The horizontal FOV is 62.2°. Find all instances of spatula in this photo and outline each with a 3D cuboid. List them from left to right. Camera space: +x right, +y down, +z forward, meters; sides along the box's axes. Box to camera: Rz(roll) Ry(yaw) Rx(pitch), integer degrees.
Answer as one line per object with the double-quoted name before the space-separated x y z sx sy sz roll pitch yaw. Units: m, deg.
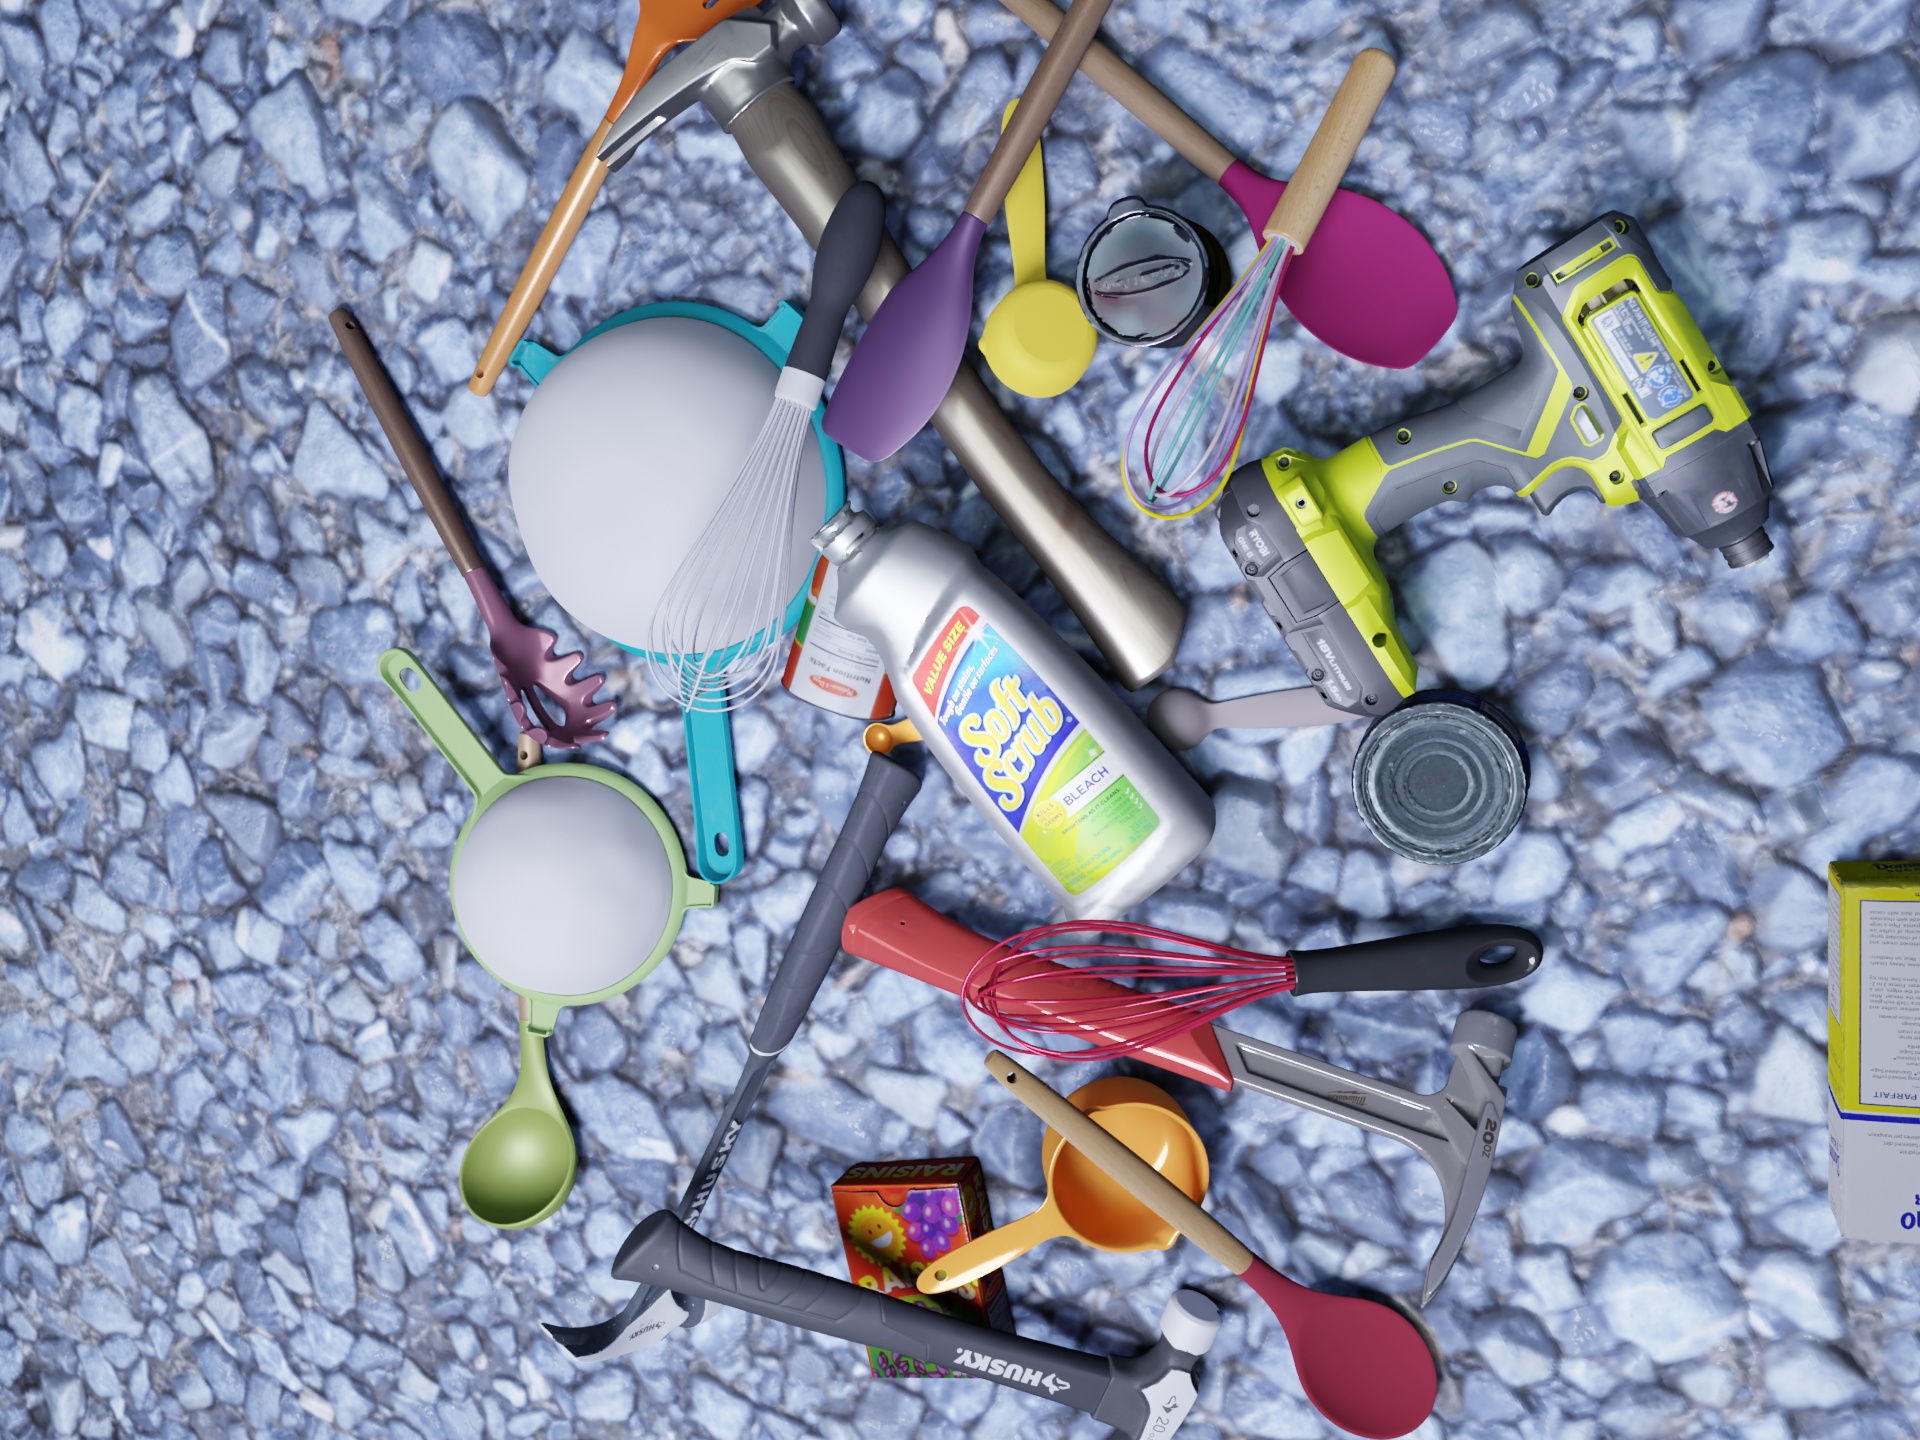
"spatula" -0.200 -0.317 0.902 0.081 0.041 0.322 41 115 7
"spatula" 0.022 -0.273 0.794 0.060 0.018 0.316 33 100 22

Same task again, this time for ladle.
"ladle" -0.279 0.166 1.008 0.078 0.062 0.320 5 100 15
"ladle" 0.132 0.275 0.847 0.315 0.031 0.069 41 88 -10

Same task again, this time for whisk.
"whisk" -0.093 -0.138 0.810 0.070 0.070 0.284 20 92 16
"whisk" 0.147 0.128 0.801 0.296 0.073 0.073 -5 100 -2
"whisk" 0.146 -0.205 0.755 0.047 0.051 0.245 27 89 21

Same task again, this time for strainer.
"strainer" -0.276 0.060 0.954 0.151 0.069 0.256 -38 90 5
"strainer" -0.172 -0.065 0.900 0.211 0.095 0.340 -2 98 21

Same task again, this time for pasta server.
"pasta server" -0.306 -0.118 0.971 0.040 0.060 0.316 -33 84 45

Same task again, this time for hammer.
"hammer" -0.122 0.201 0.928 0.036 0.149 0.409 31 103 25
"hammer" -0.032 0.346 0.894 0.334 0.035 0.146 19 104 -8
"hammer" -0.023 -0.185 0.840 0.146 0.038 0.410 -35 89 7
"hammer" 0.097 0.171 0.839 0.359 0.149 0.036 16 150 20

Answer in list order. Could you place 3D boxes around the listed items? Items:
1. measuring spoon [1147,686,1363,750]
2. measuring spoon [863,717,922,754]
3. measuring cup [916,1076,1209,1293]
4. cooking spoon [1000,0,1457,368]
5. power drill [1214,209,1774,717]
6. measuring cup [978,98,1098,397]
"measuring spoon" 0.157 -0.004 0.831 0.124 0.018 0.034 -6 98 21
"measuring spoon" -0.001 -0.003 0.897 0.117 0.011 0.021 -17 95 19
"measuring cup" 0.052 0.261 0.878 0.173 0.052 0.095 -29 102 3
"cooking spoon" 0.114 -0.289 0.791 0.319 0.017 0.068 43 100 8
"power drill" 0.250 -0.103 0.746 0.223 0.080 0.171 -31 96 20
"measuring cup" 0.038 -0.244 0.807 0.062 0.029 0.156 -4 87 -13
